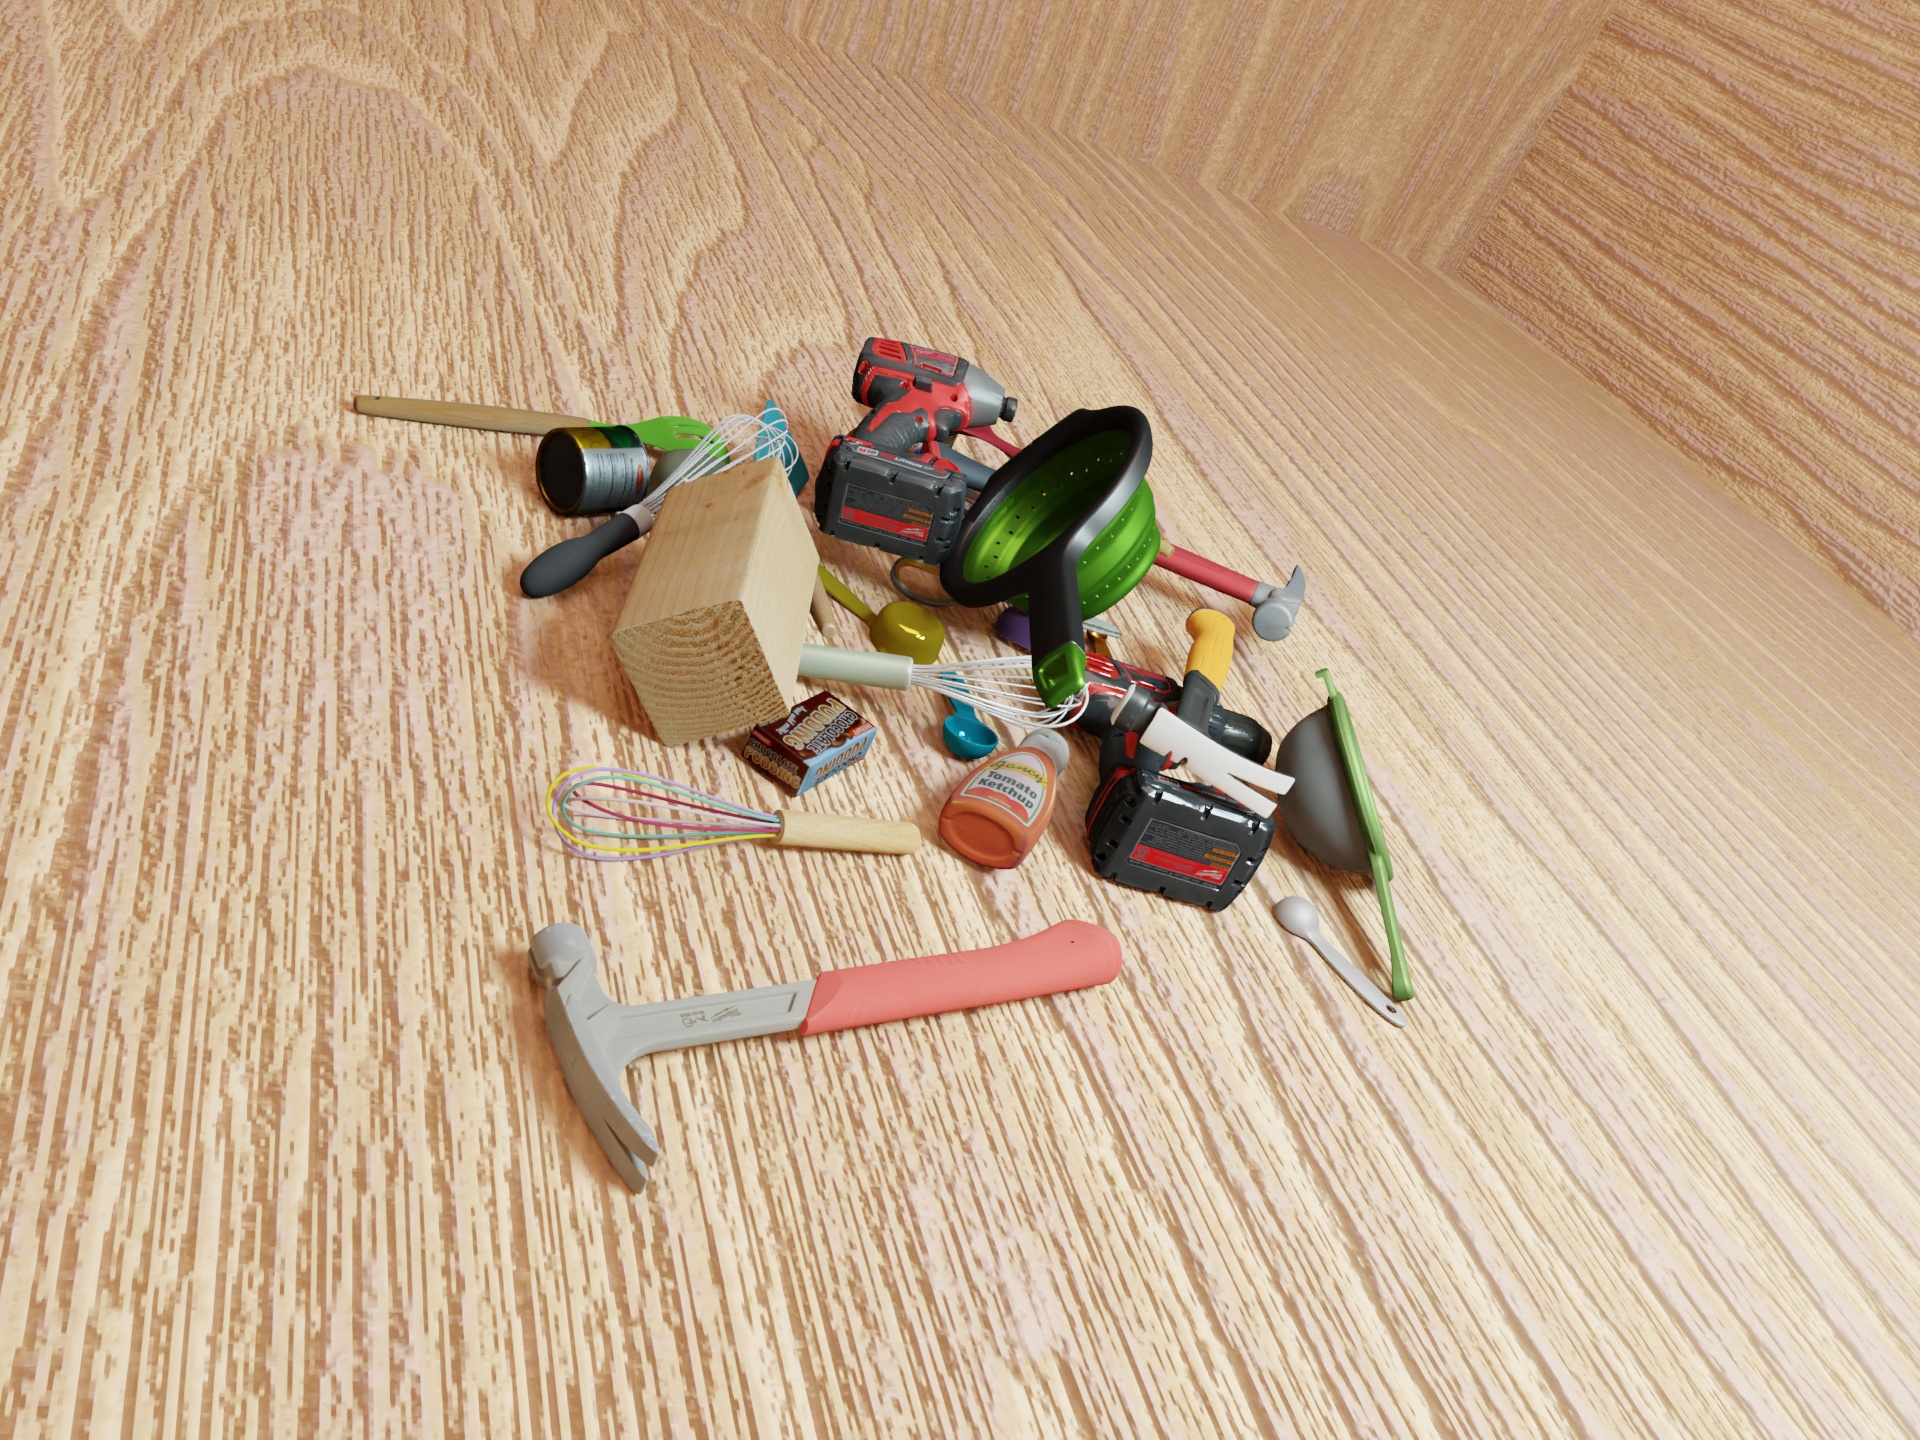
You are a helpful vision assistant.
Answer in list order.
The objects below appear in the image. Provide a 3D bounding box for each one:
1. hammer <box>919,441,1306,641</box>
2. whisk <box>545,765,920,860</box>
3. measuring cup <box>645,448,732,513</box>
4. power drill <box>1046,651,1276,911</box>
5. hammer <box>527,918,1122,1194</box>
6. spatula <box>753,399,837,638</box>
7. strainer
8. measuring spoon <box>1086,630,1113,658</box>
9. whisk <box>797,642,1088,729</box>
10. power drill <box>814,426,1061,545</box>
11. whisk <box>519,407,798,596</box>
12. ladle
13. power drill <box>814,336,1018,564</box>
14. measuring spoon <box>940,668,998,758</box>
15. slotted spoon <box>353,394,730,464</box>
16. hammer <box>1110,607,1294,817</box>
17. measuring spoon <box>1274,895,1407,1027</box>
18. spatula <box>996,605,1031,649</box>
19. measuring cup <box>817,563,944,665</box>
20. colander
[{"bbox_3d":[0.141,-0.184,1.508,0.386,0.038,0.143,24,27,7],"label":"hammer"},{"bbox_3d":[-0.130,0.058,0.955,0.244,0.051,0.047,8,29,-34],"label":"whisk"},{"bbox_3d":[-0.179,-0.162,1.259,0.168,0.038,0.083,38,32,22],"label":"measuring cup"},{"bbox_3d":[0.164,0.039,1.179,0.187,0.080,0.227,18,28,-15],"label":"power drill"},{"bbox_3d":[-0.046,0.157,0.870,0.359,0.036,0.149,-1,40,-38],"label":"hammer"},{"bbox_3d":[-0.125,-0.153,1.251,0.044,0.082,0.318,-26,37,0],"label":"spatula"},{"bbox_3d":[0.282,0.099,1.187,0.151,0.069,0.257,58,23,-47],"label":"strainer"},{"bbox_3d":[0.121,-0.042,1.336,0.021,0.011,0.117,16,35,-19],"label":"measuring spoon"},{"bbox_3d":[-0.029,-0.033,1.136,0.246,0.057,0.059,8,62,-5],"label":"whisk"},{"bbox_3d":[-0.004,-0.202,1.414,0.226,0.084,0.164,20,30,-1],"label":"power drill"},{"bbox_3d":[-0.218,-0.159,1.174,0.070,0.070,0.285,35,47,14],"label":"whisk"},{"bbox_3d":[0.076,-0.234,1.483,0.316,0.031,0.069,38,32,28],"label":"ladle"},{"bbox_3d":[-0.034,-0.231,1.310,0.143,0.078,0.220,15,44,-2],"label":"power drill"},{"bbox_3d":[-0.002,-0.004,1.179,0.042,0.021,0.129,16,23,-17],"label":"measuring spoon"},{"bbox_3d":[-0.325,-0.237,1.279,0.313,0.031,0.070,0,39,-35],"label":"slotted spoon"},{"bbox_3d":[0.192,-0.026,1.209,0.127,0.034,0.337,31,21,1],"label":"hammer"},{"bbox_3d":[0.270,0.165,1.115,0.034,0.018,0.124,-8,45,-45],"label":"measuring spoon"},{"bbox_3d":[0.111,-0.118,1.435,0.060,0.018,0.316,26,30,16],"label":"spatula"},{"bbox_3d":[-0.075,-0.099,1.249,0.157,0.029,0.062,40,32,19],"label":"measuring cup"},{"bbox_3d":[0.088,-0.100,1.179,0.094,0.204,0.397,45,22,-24],"label":"colander"}]
